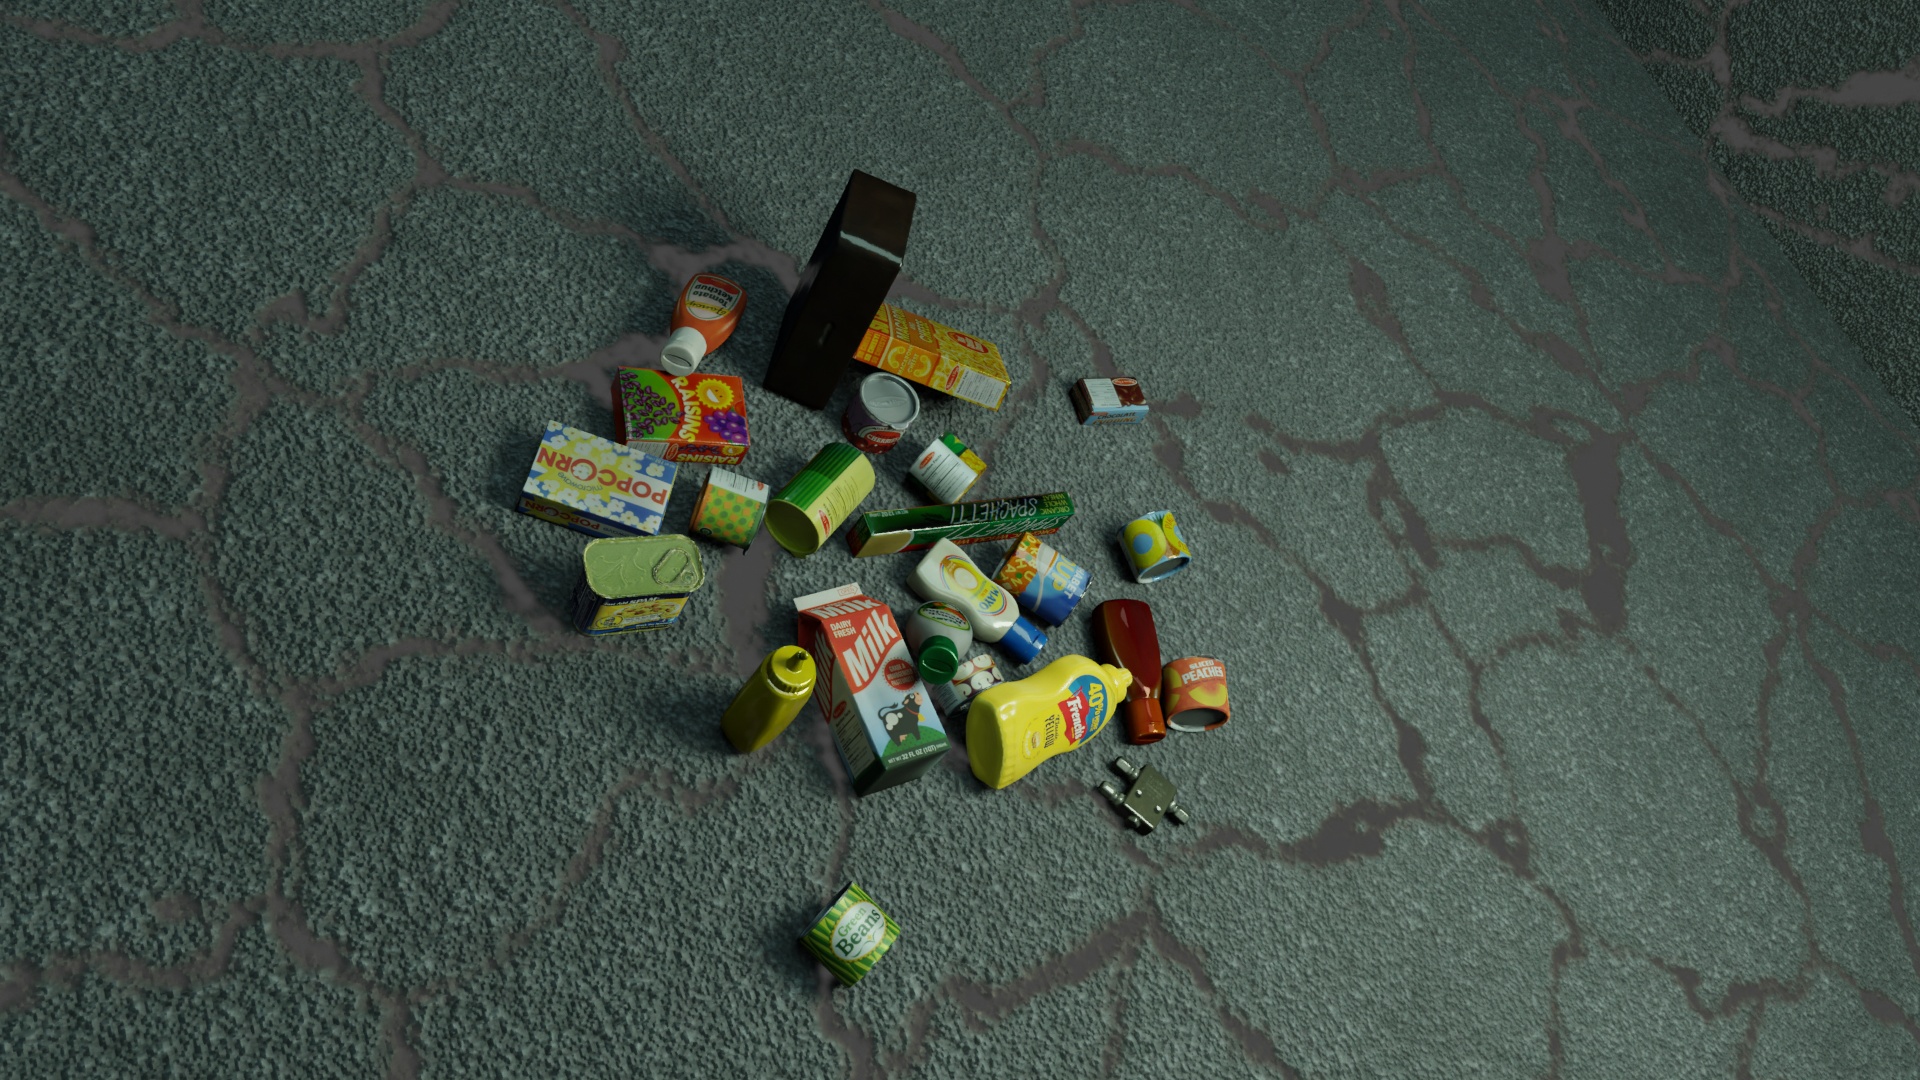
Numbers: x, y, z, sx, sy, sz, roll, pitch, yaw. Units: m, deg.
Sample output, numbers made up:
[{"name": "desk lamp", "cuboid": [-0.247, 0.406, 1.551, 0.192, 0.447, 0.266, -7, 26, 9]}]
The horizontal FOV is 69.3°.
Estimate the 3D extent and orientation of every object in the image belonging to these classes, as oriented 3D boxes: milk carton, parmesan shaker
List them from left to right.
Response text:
[{"name": "parmesan shaker", "cuboid": [-0.138, -0.040, 1.363, 0.071, 0.071, 0.103, 39, 50, 0]}, {"name": "milk carton", "cuboid": [-0.088, 0.128, 1.273, 0.072, 0.073, 0.191, -13, 67, -33]}]

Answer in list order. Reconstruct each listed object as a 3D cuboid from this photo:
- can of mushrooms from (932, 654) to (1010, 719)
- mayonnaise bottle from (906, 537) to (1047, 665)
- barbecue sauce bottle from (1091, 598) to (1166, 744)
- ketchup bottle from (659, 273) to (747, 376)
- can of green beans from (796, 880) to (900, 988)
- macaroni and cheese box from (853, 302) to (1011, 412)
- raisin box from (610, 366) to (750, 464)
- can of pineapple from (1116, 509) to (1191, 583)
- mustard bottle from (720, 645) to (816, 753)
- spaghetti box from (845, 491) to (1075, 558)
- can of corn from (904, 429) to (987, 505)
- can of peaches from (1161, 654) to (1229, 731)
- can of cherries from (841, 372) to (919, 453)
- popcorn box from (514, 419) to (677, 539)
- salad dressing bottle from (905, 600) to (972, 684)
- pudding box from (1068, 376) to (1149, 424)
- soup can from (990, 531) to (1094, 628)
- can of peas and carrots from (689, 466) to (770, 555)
[{"name": "can of mushrooms", "cuboid": [0.010, 0.138, 1.322, 0.071, 0.070, 0.033, -21, 71, -36]}, {"name": "mayonnaise bottle", "cuboid": [0.020, 0.065, 1.391, 0.148, 0.041, 0.065, 39, 51, 1]}, {"name": "barbecue sauce bottle", "cuboid": [0.179, 0.134, 1.428, 0.065, 0.043, 0.149, 5, 59, -25]}, {"name": "ketchup bottle", "cuboid": [-0.263, -0.216, 1.396, 0.065, 0.043, 0.149, 20, 37, -5]}, {"name": "can of green beans", "cuboid": [-0.092, 0.326, 1.149, 0.058, 0.071, 0.071, 44, 51, 3]}, {"name": "macaroni and cheese box", "cuboid": [-0.035, -0.205, 1.501, 0.166, 0.040, 0.124, 19, 23, -16]}, {"name": "raisin box", "cuboid": [-0.274, -0.122, 1.358, 0.123, 0.040, 0.086, 2, 59, -27]}, {"name": "can of pineapple", "cuboid": [0.212, 0.006, 1.510, 0.071, 0.070, 0.058, -8, 66, -31]}, {"name": "mustard bottle", "cuboid": [-0.156, 0.127, 1.183, 0.049, 0.159, 0.065, 46, 50, 7]}, {"name": "spaghetti box", "cuboid": [0.005, -0.018, 1.430, 0.251, 0.050, 0.029, -7, 66, -31]}, {"name": "can of corn", "cuboid": [-0.014, -0.073, 1.447, 0.058, 0.070, 0.071, 42, 51, 2]}, {"name": "can of peaches", "cuboid": [0.242, 0.158, 1.429, 0.071, 0.071, 0.058, 13, 57, -20]}, {"name": "can of cherries", "cuboid": [-0.084, -0.130, 1.451, 0.071, 0.058, 0.072, 14, 55, -21]}, {"name": "popcorn box", "cuboid": [-0.333, -0.049, 1.281, 0.127, 0.038, 0.085, 20, 54, -15]}, {"name": "salad dressing bottle", "cuboid": [-0.020, 0.095, 1.294, 0.064, 0.044, 0.148, 19, 11, -5]}, {"name": "pudding box", "cuboid": [0.174, -0.163, 1.624, 0.084, 0.030, 0.050, -5, 62, -30]}, {"name": "soup can", "cuboid": [0.084, 0.038, 1.422, 0.084, 0.071, 0.072, 34, 51, -4]}, {"name": "can of peas and carrots", "cuboid": [-0.219, -0.028, 1.312, 0.059, 0.070, 0.071, 20, 53, -15]}]
